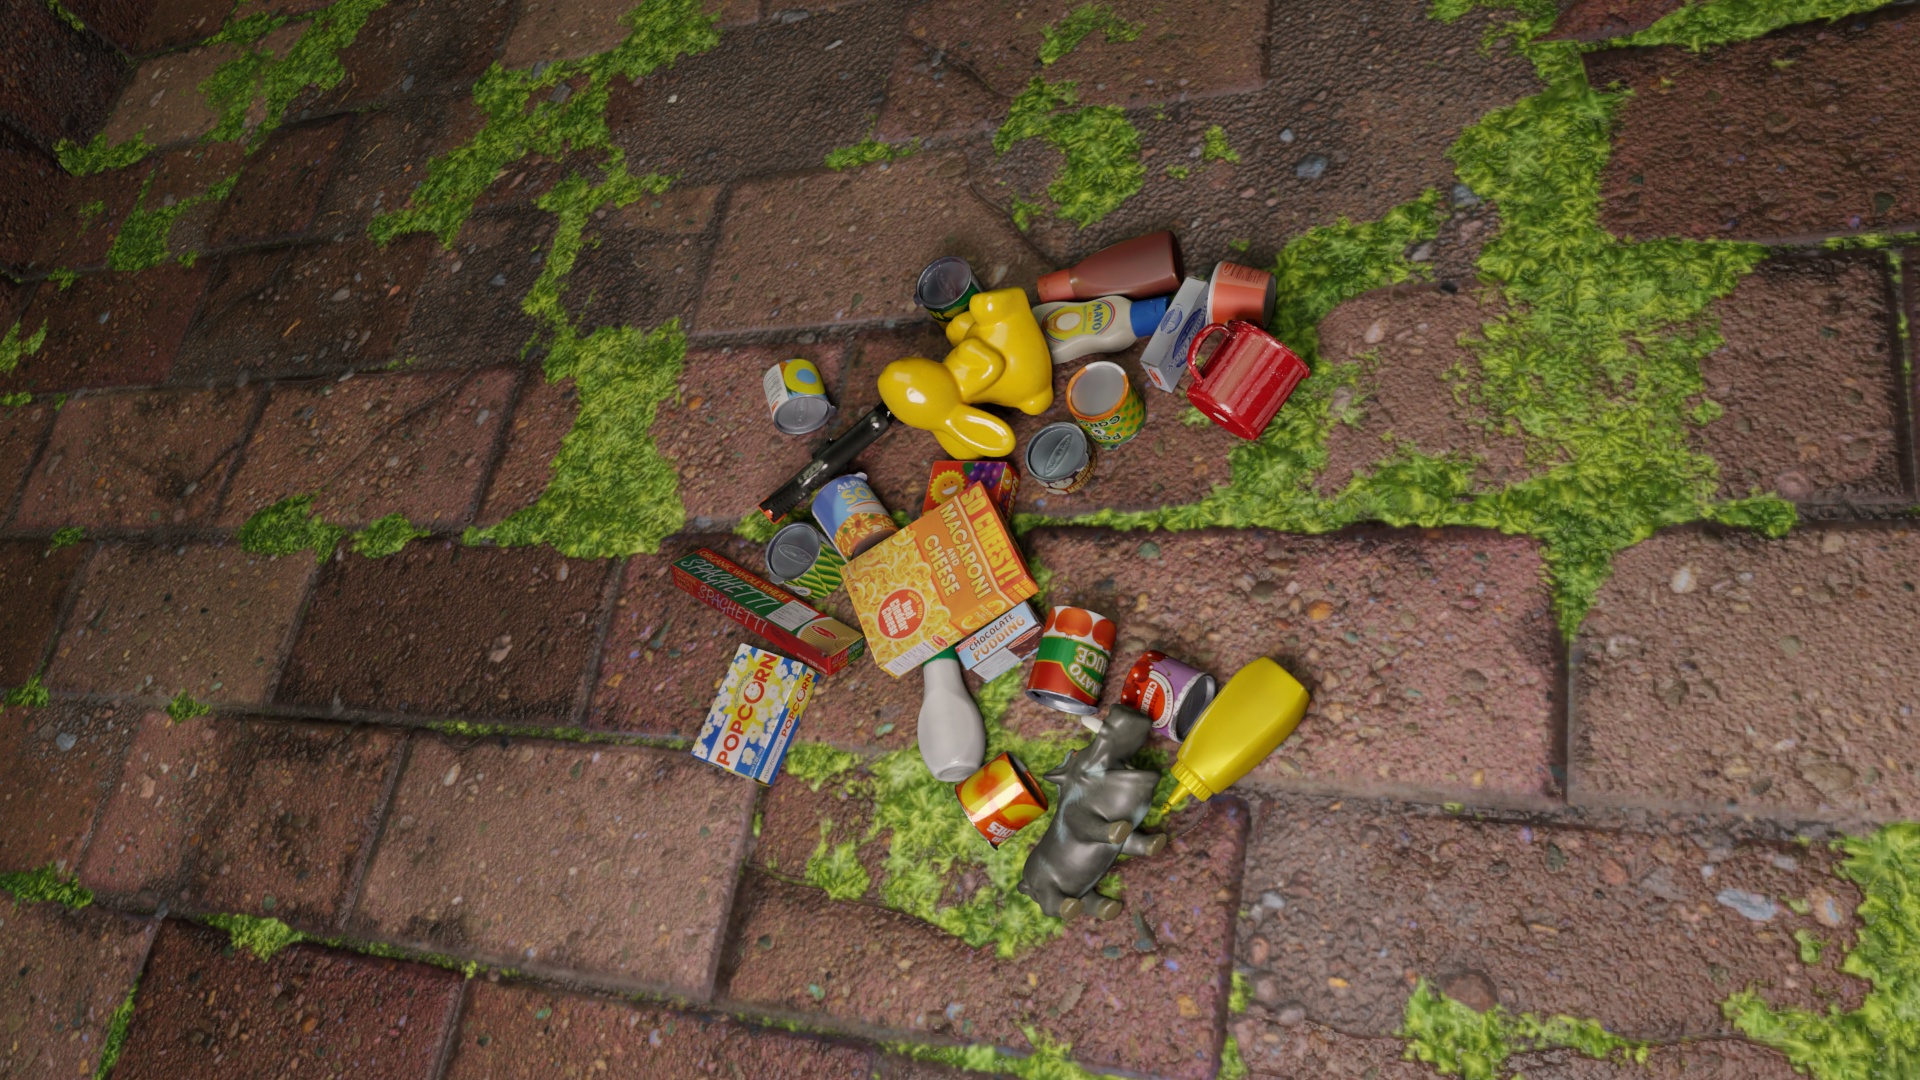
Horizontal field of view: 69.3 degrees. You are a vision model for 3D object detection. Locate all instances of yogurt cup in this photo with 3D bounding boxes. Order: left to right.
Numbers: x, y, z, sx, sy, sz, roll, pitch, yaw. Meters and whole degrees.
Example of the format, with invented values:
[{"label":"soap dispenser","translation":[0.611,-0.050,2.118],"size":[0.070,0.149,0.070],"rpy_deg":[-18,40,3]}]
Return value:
[{"label":"yogurt cup","translation":[0.275,-0.236,1.354],"size":[0.054,0.072,0.072],"rpy_deg":[11,72,22]}]

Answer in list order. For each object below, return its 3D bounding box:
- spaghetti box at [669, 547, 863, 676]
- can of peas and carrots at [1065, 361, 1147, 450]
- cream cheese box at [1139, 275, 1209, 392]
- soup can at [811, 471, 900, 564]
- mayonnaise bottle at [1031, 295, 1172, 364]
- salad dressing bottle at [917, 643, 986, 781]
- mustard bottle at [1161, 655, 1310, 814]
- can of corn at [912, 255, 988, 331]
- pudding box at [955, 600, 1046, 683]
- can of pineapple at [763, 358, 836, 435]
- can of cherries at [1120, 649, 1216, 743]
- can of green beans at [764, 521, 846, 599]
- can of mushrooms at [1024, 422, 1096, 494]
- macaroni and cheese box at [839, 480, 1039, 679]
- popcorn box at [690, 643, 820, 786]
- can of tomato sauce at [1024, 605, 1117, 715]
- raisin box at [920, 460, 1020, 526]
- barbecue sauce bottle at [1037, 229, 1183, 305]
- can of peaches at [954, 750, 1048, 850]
[{"label":"spaghetti box","translation":[-0.205,0.070,1.450],"size":[0.250,0.028,0.050],"rpy_deg":[25,39,34]},{"label":"can of peas and carrots","translation":[0.143,-0.133,1.371],"size":[0.071,0.058,0.071],"rpy_deg":[-12,61,22]},{"label":"cream cheese box","translation":[0.217,-0.203,1.372],"size":[0.024,0.053,0.104],"rpy_deg":[24,79,31]},{"label":"soup can","translation":[-0.104,-0.019,1.434],"size":[0.071,0.071,0.084],"rpy_deg":[-40,56,4]},{"label":"mayonnaise bottle","translation":[0.144,-0.221,1.424],"size":[0.148,0.041,0.065],"rpy_deg":[-6,66,25]},{"label":"salad dressing bottle","translation":[-0.013,0.153,1.319],"size":[0.064,0.044,0.148],"rpy_deg":[-21,57,19]},{"label":"mustard bottle","translation":[0.226,0.173,1.185],"size":[0.160,0.048,0.065],"rpy_deg":[-46,55,0]},{"label":"can of corn","translation":[-0.009,-0.265,1.513],"size":[0.071,0.058,0.071],"rpy_deg":[-11,62,22]},{"label":"pudding box","translation":[0.043,0.097,1.314],"size":[0.083,0.049,0.030],"rpy_deg":[-34,58,9]},{"label":"can of pineapple","translation":[-0.180,-0.159,1.544],"size":[0.071,0.071,0.058],"rpy_deg":[-28,57,12]},{"label":"can of cherries","translation":[0.180,0.136,1.213],"size":[0.058,0.071,0.071],"rpy_deg":[24,79,34]},{"label":"can of green beans","translation":[-0.161,0.022,1.448],"size":[0.071,0.057,0.071],"rpy_deg":[-11,62,22]},{"label":"can of mushrooms","translation":[0.102,-0.080,1.381],"size":[0.071,0.033,0.071],"rpy_deg":[-11,61,21]},{"label":"macaroni and cheese box","translation":[-0.022,0.037,1.333],"size":[0.166,0.040,0.124],"rpy_deg":[-32,55,10]},{"label":"popcorn box","translation":[-0.207,0.176,1.407],"size":[0.085,0.038,0.127],"rpy_deg":[14,73,32]},{"label":"can of tomato sauce","translation":[0.103,0.110,1.266],"size":[0.071,0.071,0.083],"rpy_deg":[7,69,29]},{"label":"raisin box","translation":[0.005,-0.018,1.396],"size":[0.086,0.040,0.124],"rpy_deg":[2,68,28]},{"label":"barbecue sauce bottle","translation":[0.155,-0.276,1.445],"size":[0.148,0.043,0.065],"rpy_deg":[-11,63,23]},{"label":"can of peaches","translation":[0.038,0.231,1.240],"size":[0.058,0.071,0.071],"rpy_deg":[-37,55,6]}]
